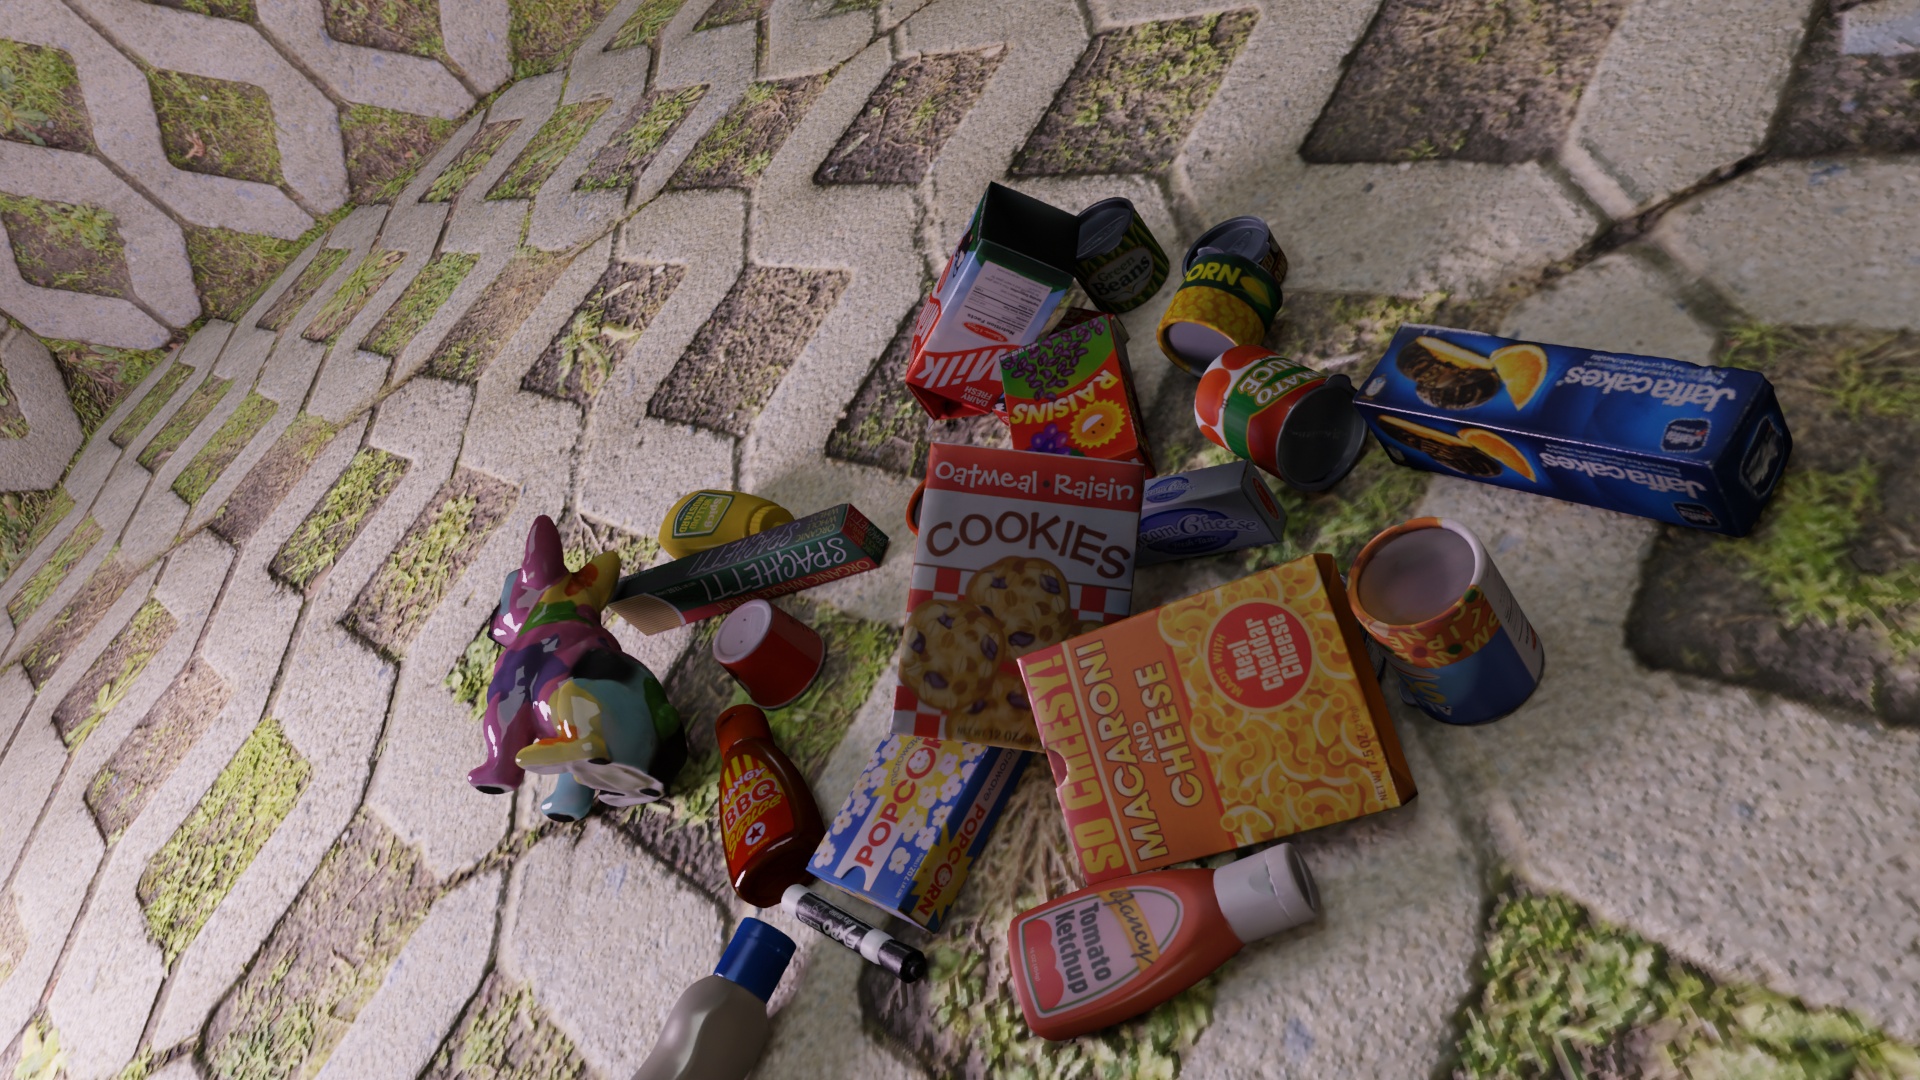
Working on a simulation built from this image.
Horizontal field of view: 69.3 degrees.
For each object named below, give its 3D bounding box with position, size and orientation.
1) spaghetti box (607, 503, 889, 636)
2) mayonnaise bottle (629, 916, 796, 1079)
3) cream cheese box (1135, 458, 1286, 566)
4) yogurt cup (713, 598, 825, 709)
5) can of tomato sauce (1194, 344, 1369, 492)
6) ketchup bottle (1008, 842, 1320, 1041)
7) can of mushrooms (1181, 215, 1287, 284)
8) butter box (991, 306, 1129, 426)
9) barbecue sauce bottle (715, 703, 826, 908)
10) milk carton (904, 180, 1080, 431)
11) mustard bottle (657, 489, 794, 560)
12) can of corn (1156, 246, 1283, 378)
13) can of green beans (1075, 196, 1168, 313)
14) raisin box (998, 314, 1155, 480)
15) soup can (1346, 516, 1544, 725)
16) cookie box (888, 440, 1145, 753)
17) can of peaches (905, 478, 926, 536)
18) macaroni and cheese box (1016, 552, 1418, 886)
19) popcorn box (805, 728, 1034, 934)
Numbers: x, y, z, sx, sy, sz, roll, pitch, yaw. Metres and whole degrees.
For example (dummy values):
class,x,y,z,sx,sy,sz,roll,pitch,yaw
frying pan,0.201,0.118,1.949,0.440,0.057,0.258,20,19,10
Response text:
class,x,y,z,sx,sy,sz,roll,pitch,yaw
spaghetti box,-0.169,0.025,1.072,0.249,0.050,0.029,-17,46,31
mayonnaise bottle,-0.143,0.286,0.778,0.041,0.064,0.149,2,51,41
cream cheese box,0.134,-0.015,0.825,0.103,0.053,0.024,-11,45,36
yogurt cup,-0.138,0.078,0.986,0.072,0.053,0.073,-24,40,23
can of tomato sauce,0.188,-0.076,0.822,0.071,0.071,0.083,-45,36,-3
ketchup bottle,0.097,0.187,0.665,0.148,0.043,0.065,-27,51,20
can of mushrooms,0.192,-0.190,0.965,0.071,0.033,0.071,-25,39,22
butter box,0.074,-0.124,1.016,0.104,0.024,0.053,-53,38,-13
barbecue sauce bottle,-0.129,0.165,0.900,0.065,0.043,0.149,-39,36,7
milk carton,0.014,-0.164,1.034,0.189,0.073,0.073,124,161,-46
mustard bottle,-0.177,-0.009,1.114,0.160,0.048,0.065,0,55,43
can of corn,0.168,-0.148,0.912,0.071,0.071,0.058,6,59,46
can of green beans,0.114,-0.212,1.039,0.071,0.057,0.071,-25,40,23
raisin box,0.076,-0.084,0.938,0.086,0.040,0.124,-19,50,15
soup can,0.227,0.040,0.658,0.071,0.083,0.072,-26,40,24
cookie box,0.034,0.033,0.781,0.123,0.040,0.167,7,81,7
can of peaches,0.003,-0.012,0.941,0.071,0.058,0.071,-25,40,23
macaroni and cheese box,0.122,0.090,0.688,0.166,0.040,0.124,-22,78,26
popcorn box,-0.022,0.155,0.813,0.085,0.038,0.127,8,59,46
